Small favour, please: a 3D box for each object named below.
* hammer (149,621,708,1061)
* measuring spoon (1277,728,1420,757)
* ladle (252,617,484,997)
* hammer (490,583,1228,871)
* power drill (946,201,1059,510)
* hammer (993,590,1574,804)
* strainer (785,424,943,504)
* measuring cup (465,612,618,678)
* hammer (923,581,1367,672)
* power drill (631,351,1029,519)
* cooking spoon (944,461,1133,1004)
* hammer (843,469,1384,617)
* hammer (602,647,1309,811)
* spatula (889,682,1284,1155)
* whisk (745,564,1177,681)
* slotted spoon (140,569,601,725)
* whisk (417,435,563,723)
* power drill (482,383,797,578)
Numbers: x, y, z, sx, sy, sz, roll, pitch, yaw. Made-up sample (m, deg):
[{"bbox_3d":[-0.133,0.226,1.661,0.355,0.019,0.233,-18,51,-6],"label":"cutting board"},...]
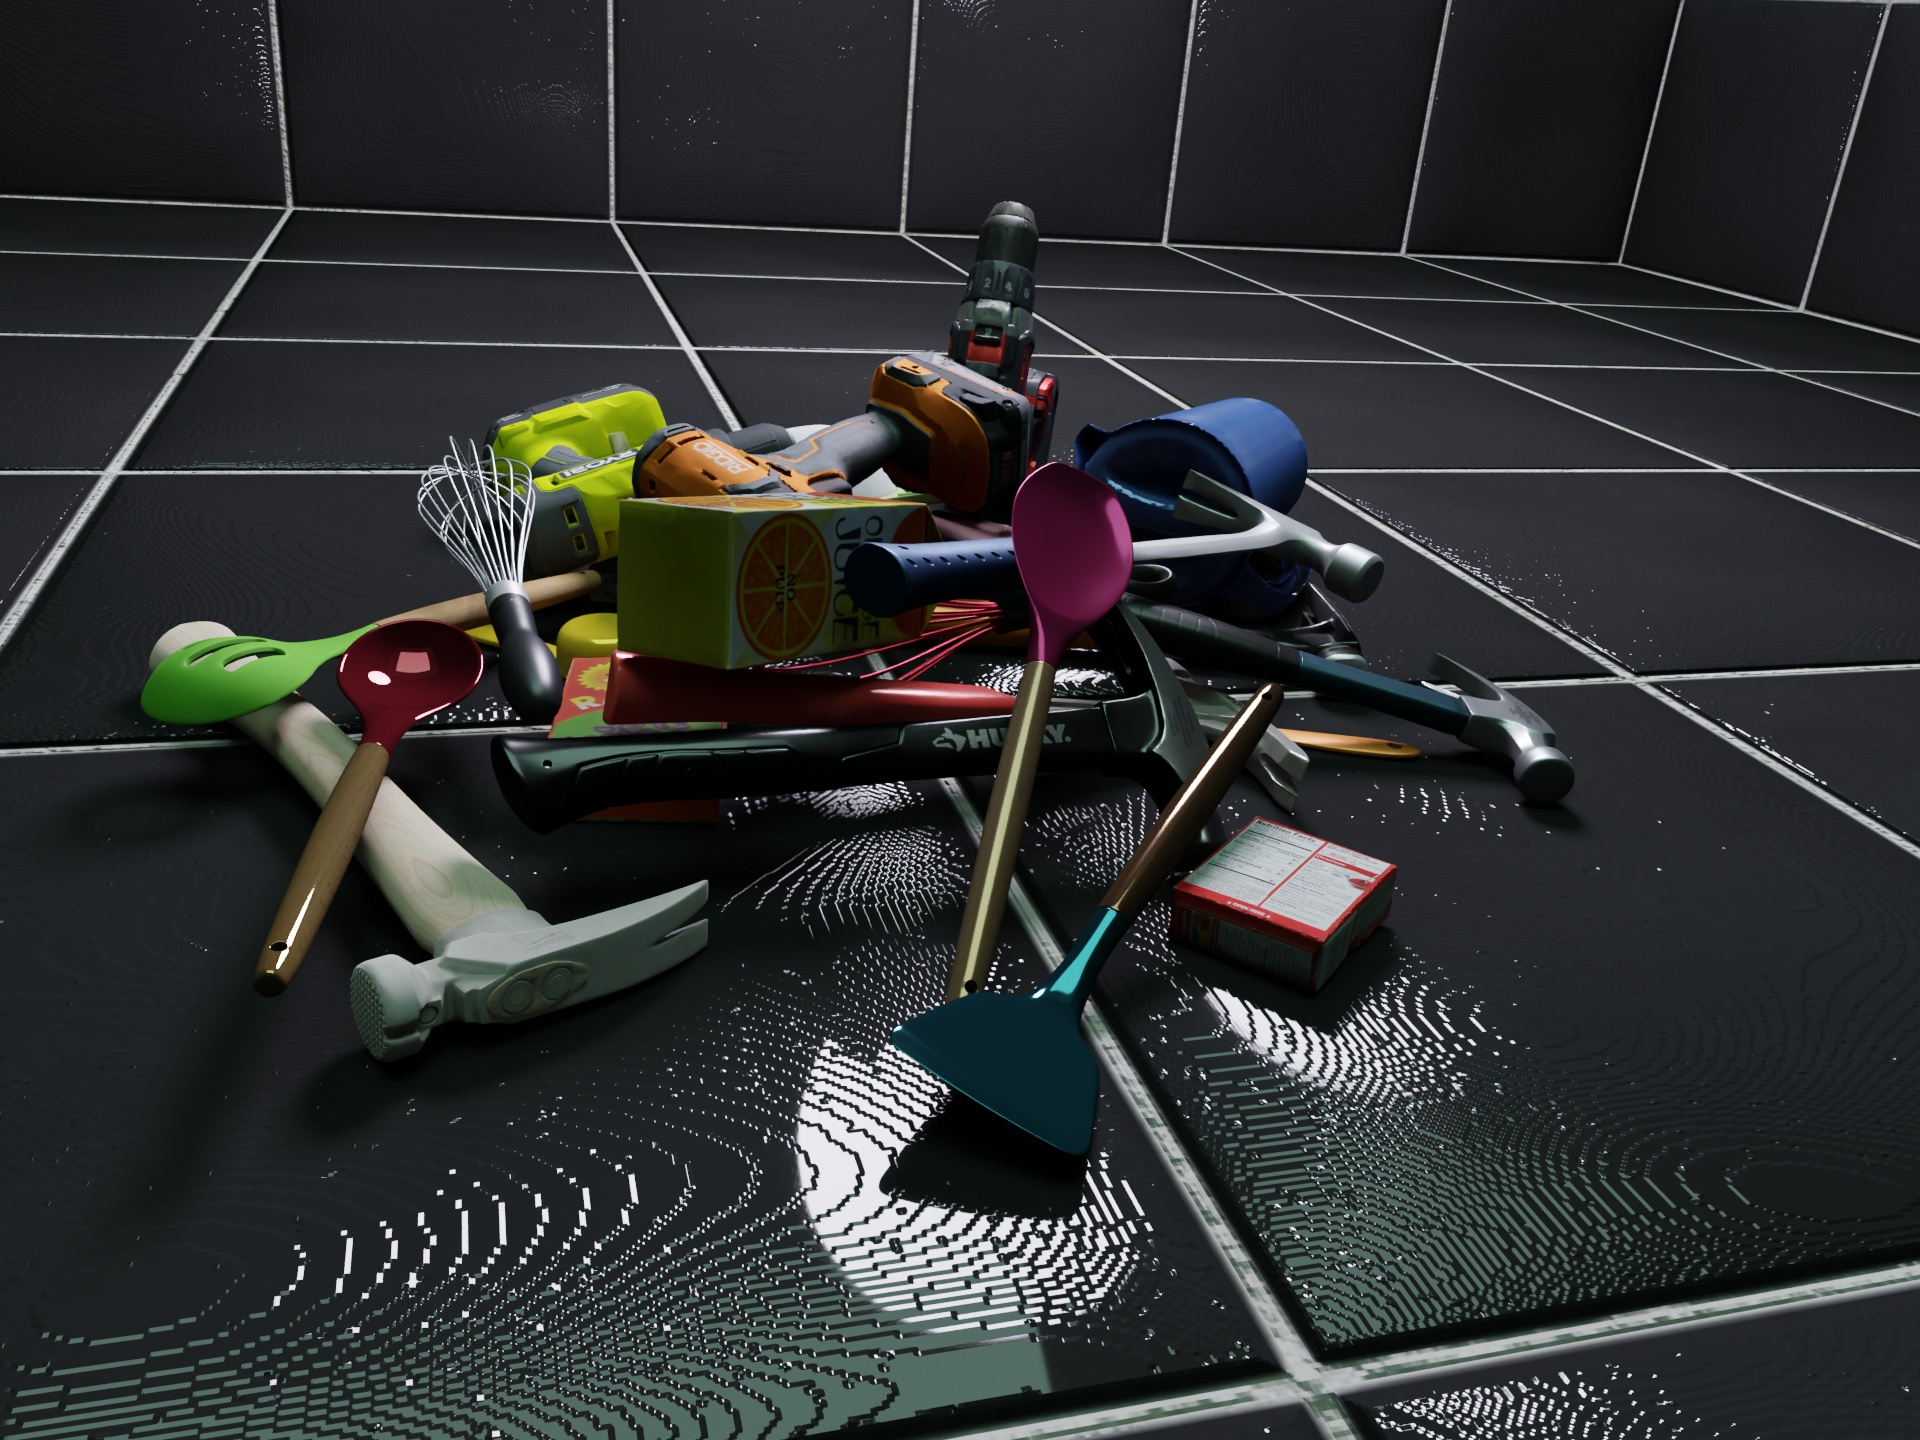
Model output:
[{"bbox_3d":[-0.283,0.028,0.755,0.146,0.038,0.411,-14,30,-38],"label":"hammer"},{"bbox_3d":[0.207,0.008,0.920,0.117,0.011,0.021,8,24,8],"label":"measuring spoon"},{"bbox_3d":[-0.258,0.026,0.686,0.069,0.031,0.316,2,24,-10],"label":"ladle"},{"bbox_3d":[-0.042,0.011,0.734,0.334,0.035,0.146,-3,63,-21],"label":"hammer"},{"bbox_3d":[0.030,-0.267,1.211,0.080,0.188,0.226,9,-6,6],"label":"power drill"},{"bbox_3d":[0.178,-0.034,0.911,0.331,0.033,0.128,17,22,-2],"label":"hammer"},{"bbox_3d":[-0.071,-0.180,1.135,0.256,0.069,0.151,-2,15,31],"label":"strainer"},{"bbox_3d":[-0.255,-0.056,0.951,0.156,0.029,0.062,15,26,17],"label":"measuring cup"},{"bbox_3d":[0.083,-0.062,1.026,0.337,0.034,0.127,4,25,-3],"label":"hammer"},{"bbox_3d":[-0.065,-0.149,0.980,0.226,0.084,0.164,-25,43,-32],"label":"power drill"},{"bbox_3d":[0.031,-0.003,0.726,0.068,0.017,0.319,25,52,-13],"label":"cooking spoon"},{"bbox_3d":[0.086,-0.095,0.897,0.144,0.035,0.405,34,28,32],"label":"hammer"},{"bbox_3d":[-0.001,-0.003,0.820,0.359,0.036,0.149,3,22,-25],"label":"hammer"},{"bbox_3d":[0.080,0.064,0.680,0.082,0.044,0.317,29,45,14],"label":"spatula"},{"bbox_3d":[0.006,-0.058,0.939,0.295,0.073,0.073,-13,29,-26],"label":"whisk"},{"bbox_3d":[-0.302,-0.052,0.871,0.070,0.031,0.314,17,21,22],"label":"slotted spoon"},{"bbox_3d":[-0.255,-0.079,0.875,0.070,0.070,0.285,-5,35,-22],"label":"whisk"},{"bbox_3d":[-0.230,-0.174,1.101,0.190,0.080,0.229,-22,26,-18],"label":"power drill"}]
